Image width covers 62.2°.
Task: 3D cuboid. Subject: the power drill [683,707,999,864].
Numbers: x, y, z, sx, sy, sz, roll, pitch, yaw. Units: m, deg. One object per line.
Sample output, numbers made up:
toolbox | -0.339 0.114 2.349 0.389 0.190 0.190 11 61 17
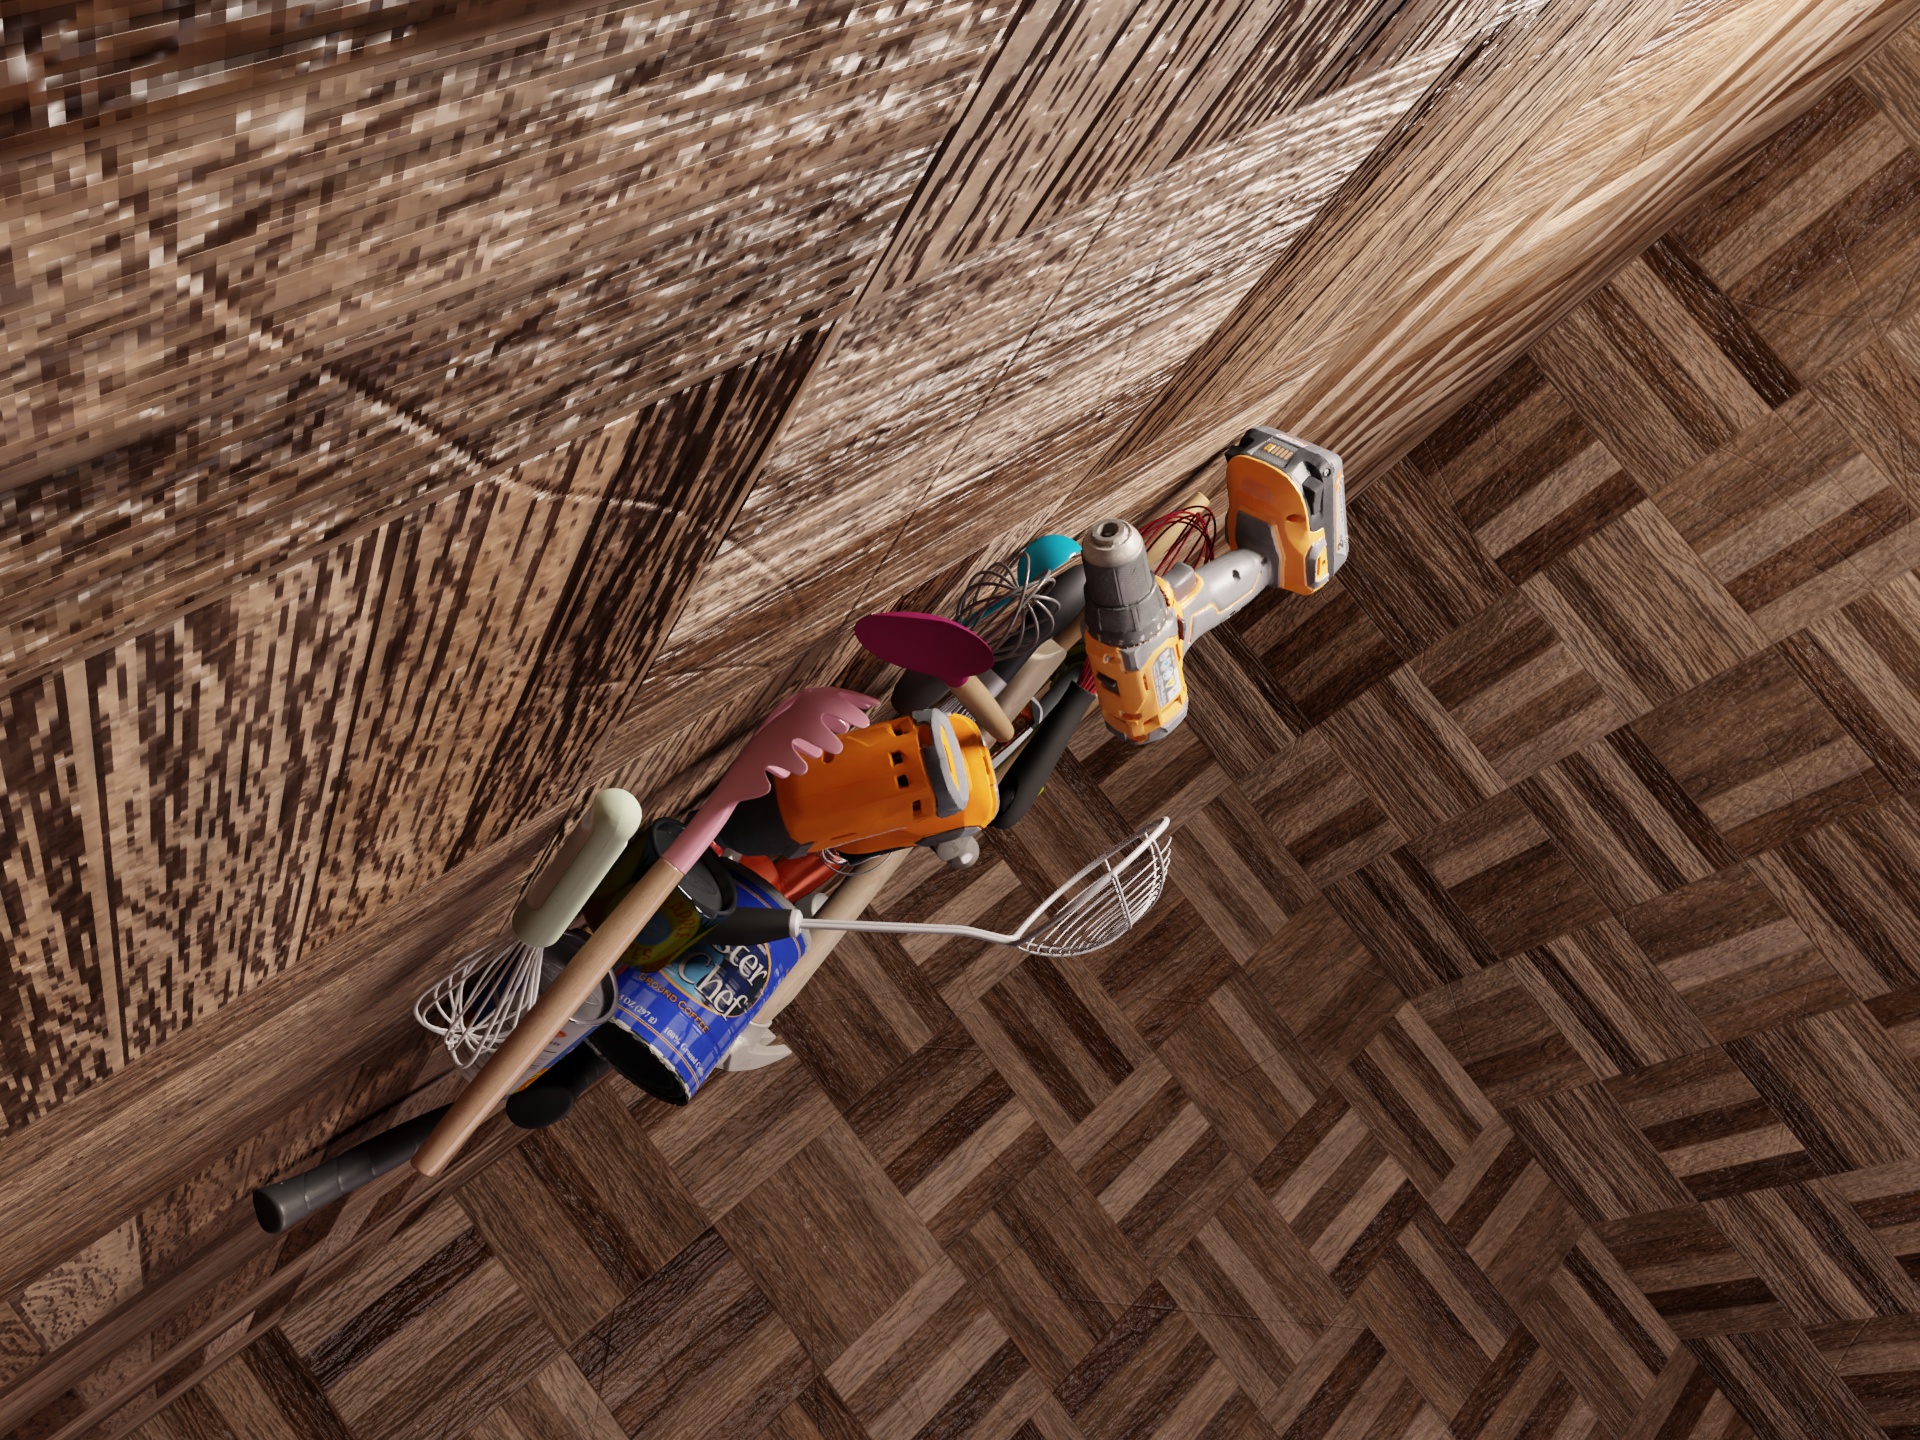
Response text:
power drill | -0.065 0.045 0.981 0.164 0.084 0.226 -15 175 9

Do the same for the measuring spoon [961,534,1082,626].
measuring spoon | 0.023 -0.080 0.952 0.042 0.021 0.128 -39 -174 -41

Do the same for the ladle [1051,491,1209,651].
ladle | 0.075 -0.073 1.285 0.320 0.062 0.078 -46 164 6

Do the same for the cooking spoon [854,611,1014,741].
cooking spoon | 0.002 -0.021 0.898 0.069 0.017 0.318 5 170 11

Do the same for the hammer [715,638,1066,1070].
hammer | -0.054 0.102 1.222 0.410 0.038 0.146 -52 160 3

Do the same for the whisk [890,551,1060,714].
whisk | 0.000 -0.043 0.951 0.055 0.055 0.239 -36 180 -25

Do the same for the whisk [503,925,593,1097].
whisk | -0.298 0.206 1.113 0.245 0.047 0.051 -49 -179 43

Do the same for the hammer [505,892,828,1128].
hammer | -0.235 0.218 1.230 0.146 0.035 0.335 -13 -168 27

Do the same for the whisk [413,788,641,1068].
whisk | -0.211 0.104 0.777 0.246 0.059 0.058 -48 -146 41

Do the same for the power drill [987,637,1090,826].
power drill | 0.078 0.000 1.566 0.223 0.080 0.171 -46 -171 -19

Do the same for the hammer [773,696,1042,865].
hammer | -0.057 0.076 1.475 0.331 0.033 0.128 -35 -149 25

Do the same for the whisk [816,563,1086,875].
whisk | -0.003 -0.004 1.131 0.284 0.070 0.070 -48 175 0

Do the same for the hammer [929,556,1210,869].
hammer | 0.092 -0.011 1.311 0.331 0.031 0.130 -45 159 -3

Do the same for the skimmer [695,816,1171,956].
skimmer | -0.046 0.104 1.032 0.363 0.090 0.127 1 180 3

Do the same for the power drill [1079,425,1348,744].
power drill | 0.170 -0.113 1.110 0.226 0.084 0.185 -42 141 -19

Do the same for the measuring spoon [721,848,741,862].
measuring spoon | -0.136 0.071 1.142 0.124 0.018 0.034 -40 175 11

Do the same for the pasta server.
pasta server | -0.155 0.098 0.791 0.316 0.040 0.060 -51 -170 -13

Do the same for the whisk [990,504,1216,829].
whisk | 0.106 -0.041 1.227 0.296 0.073 0.073 -57 173 5

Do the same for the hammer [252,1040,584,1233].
hammer | -0.367 0.297 1.218 0.149 0.036 0.409 -6 -175 26
